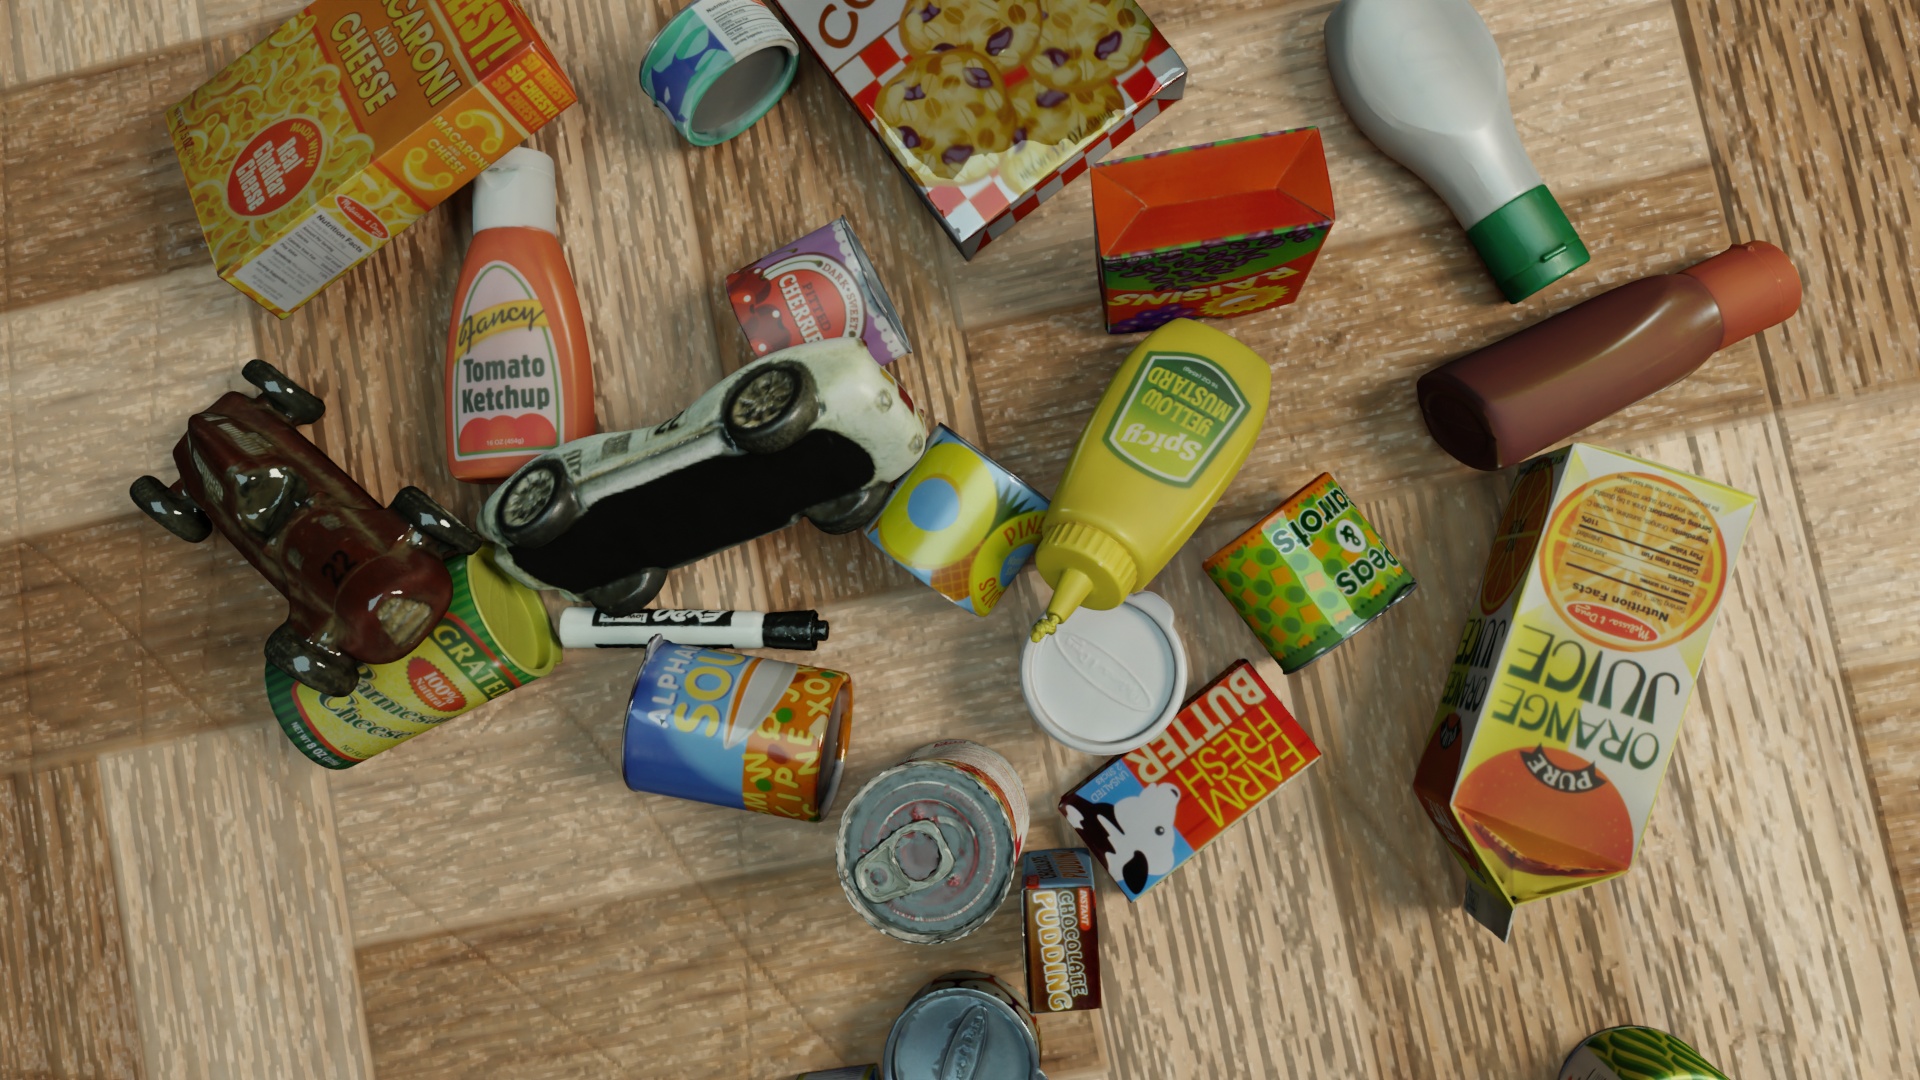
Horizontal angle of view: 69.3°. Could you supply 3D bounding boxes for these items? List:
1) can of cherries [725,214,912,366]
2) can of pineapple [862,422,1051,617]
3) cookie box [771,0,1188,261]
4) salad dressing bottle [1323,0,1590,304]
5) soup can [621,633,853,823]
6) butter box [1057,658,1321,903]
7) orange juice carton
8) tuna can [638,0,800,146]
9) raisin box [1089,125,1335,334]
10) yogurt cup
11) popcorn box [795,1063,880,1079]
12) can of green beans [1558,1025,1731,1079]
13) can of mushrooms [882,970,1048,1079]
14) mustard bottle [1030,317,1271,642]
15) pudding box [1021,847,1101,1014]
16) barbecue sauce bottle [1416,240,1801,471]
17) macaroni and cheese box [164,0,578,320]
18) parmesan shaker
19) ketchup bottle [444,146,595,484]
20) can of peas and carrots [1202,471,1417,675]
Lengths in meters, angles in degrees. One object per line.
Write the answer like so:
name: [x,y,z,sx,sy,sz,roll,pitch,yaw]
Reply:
can of cherries: [-0.061,-0.098,0.601,0.058,0.071,0.071,-26,85,5]
can of pineapple: [0.002,-0.007,0.591,0.071,0.071,0.058,36,92,7]
cookie box: [0.001,-0.230,0.618,0.123,0.040,0.167,-37,85,3]
salad dressing bottle: [0.211,-0.171,0.590,0.064,0.044,0.147,-30,85,2]
soup can: [-0.094,0.079,0.595,0.084,0.071,0.071,9,88,6]
butter box: [0.098,0.102,0.595,0.103,0.024,0.053,-39,84,3]
orange juice carton: [0.240,0.064,0.558,0.073,0.072,0.192,19,89,7]
tuna can: [-0.107,-0.207,0.616,0.071,0.071,0.033,-40,85,3]
raisin box: [0.097,-0.120,0.558,0.086,0.123,0.040,-9,85,6]
yogurt cup: [0.060,0.054,0.587,0.072,0.054,0.072,0,87,6]
popcorn box: [-0.046,0.292,0.569,0.038,0.085,0.126,-12,85,5]
can of green beans: [0.279,0.234,0.551,0.071,0.058,0.071,0,87,6]
can of mushrooms: [0.004,0.222,0.594,0.071,0.033,0.071,0,86,6]
mustard bottle: [0.071,-0.020,0.560,0.065,0.048,0.161,29,60,9]
pudding box: [0.041,0.157,0.569,0.030,0.083,0.049,-4,86,3]
barbecue sauce bottle: [0.268,-0.078,0.570,0.149,0.065,0.043,-25,109,-4]
macaroni and cheese box: [-0.267,-0.195,0.625,0.166,0.040,0.124,-35,60,3]
parmesan shaker: [-0.241,0.053,0.616,0.103,0.071,0.071,-26,85,5]
ketchup bottle: [-0.201,-0.101,0.631,0.065,0.043,0.149,-3,86,4]
can of peas and carrots: [0.144,0.012,0.572,0.071,0.071,0.059,-37,83,3]
